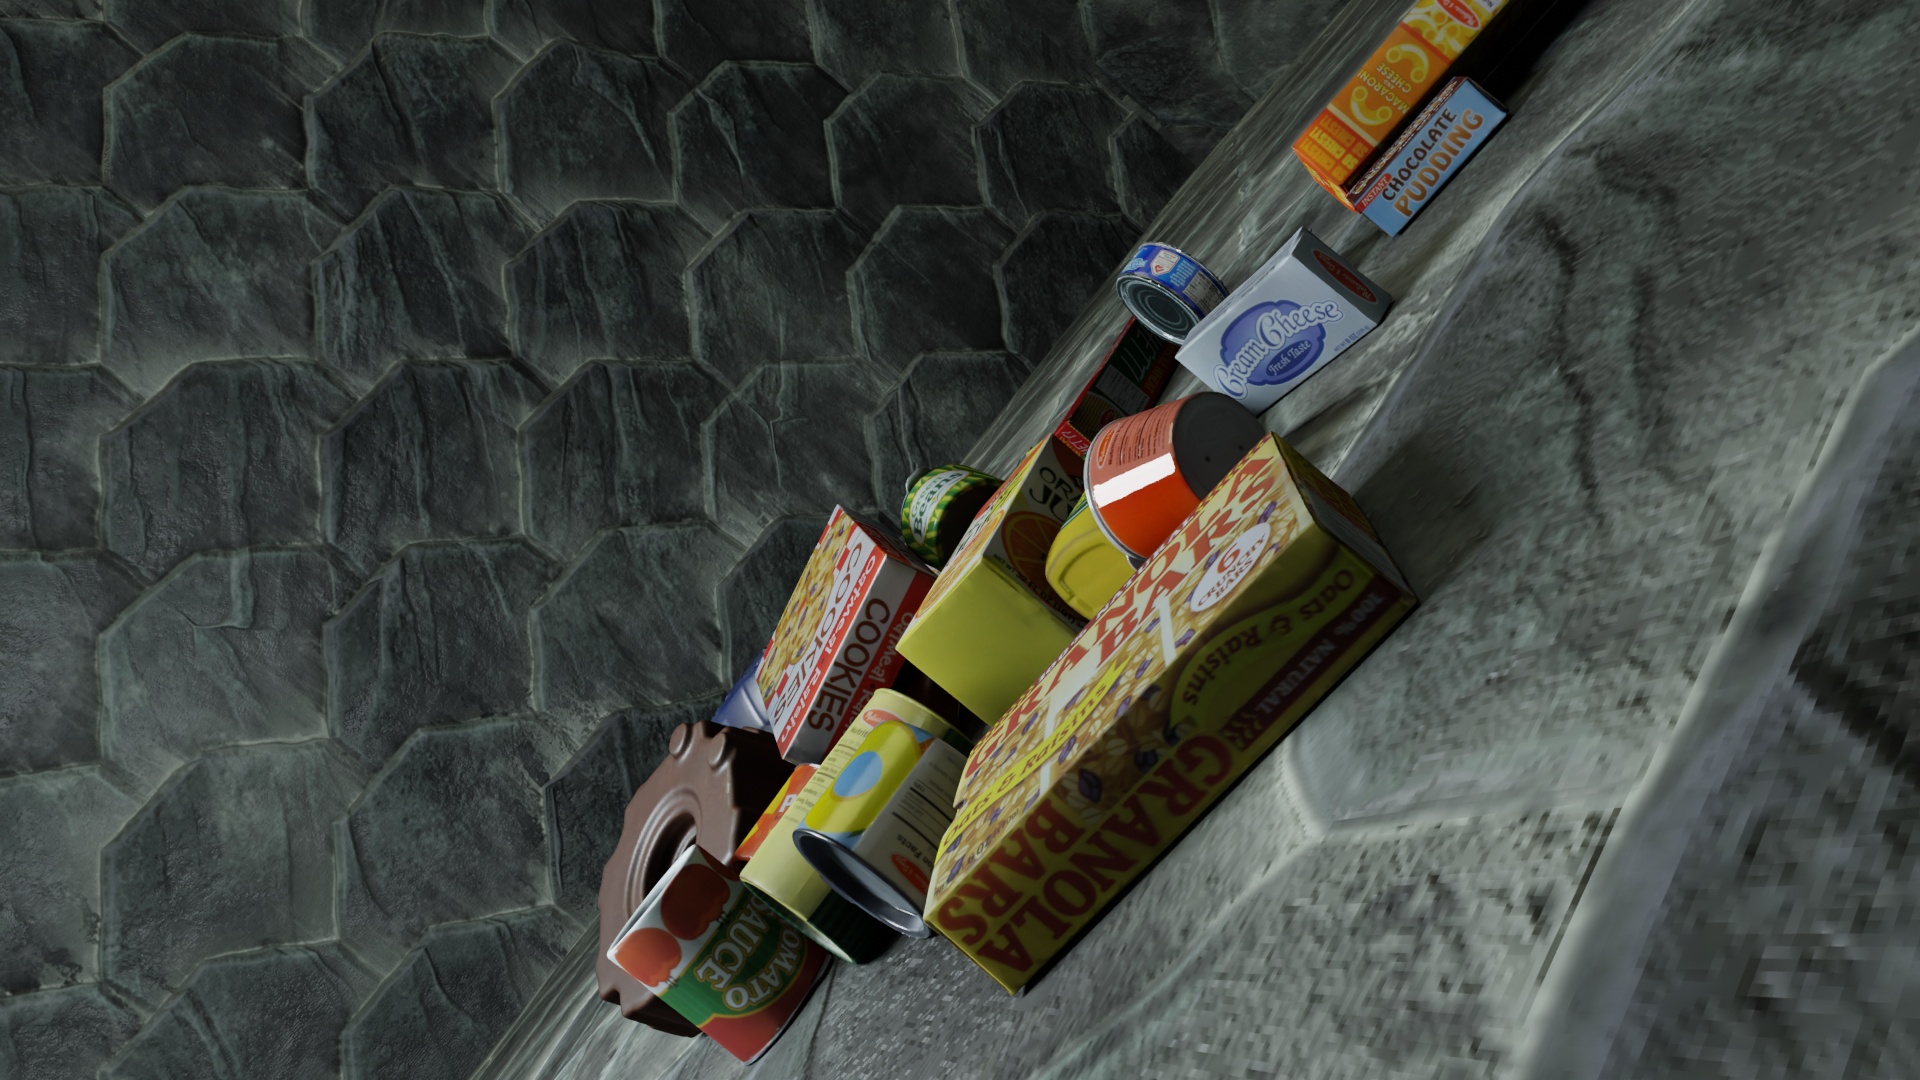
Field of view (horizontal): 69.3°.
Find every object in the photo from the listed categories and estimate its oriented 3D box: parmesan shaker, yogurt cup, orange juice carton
[{"bbox_3d":[-0.043,0.126,0.617,0.103,0.071,0.071,-53,5,-21],"label":"parmesan shaker"},{"bbox_3d":[0.094,-0.028,0.582,0.073,0.072,0.053,-53,13,-33],"label":"yogurt cup"},{"bbox_3d":[0.041,0.009,0.726,0.072,0.072,0.194,-47,6,30],"label":"orange juice carton"}]

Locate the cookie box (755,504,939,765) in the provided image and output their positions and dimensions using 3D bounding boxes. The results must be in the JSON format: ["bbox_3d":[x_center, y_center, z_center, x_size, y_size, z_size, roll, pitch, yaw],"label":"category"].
[{"bbox_3d":[-0.068,0.054,0.804,0.123,0.040,0.167,-64,17,3],"label":"cookie box"}]

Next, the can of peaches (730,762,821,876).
[{"bbox_3d":[-0.070,0.151,0.680,0.058,0.071,0.071,-54,6,-30],"label":"can of peaches"}]

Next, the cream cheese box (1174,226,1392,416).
[{"bbox_3d":[0.152,-0.102,0.666,0.024,0.053,0.103,-55,6,-30],"label":"cream cheese box"}]

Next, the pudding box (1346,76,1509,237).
[{"bbox_3d":[0.244,-0.202,0.730,0.083,0.030,0.050,-48,3,21],"label":"pudding box"}]

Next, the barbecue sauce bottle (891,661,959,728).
[{"bbox_3d":[-0.025,0.105,0.767,0.065,0.043,0.149,-61,4,6],"label":"barbecue sauce bottle"}]

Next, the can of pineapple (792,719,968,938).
[{"bbox_3d":[-0.024,0.113,0.550,0.058,0.071,0.070,-51,4,-26],"label":"can of pineapple"}]

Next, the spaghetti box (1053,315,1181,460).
[{"bbox_3d":[0.132,-0.126,1.076,0.028,0.050,0.251,-45,6,39],"label":"spaghetti box"}]

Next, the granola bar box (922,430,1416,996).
[{"bbox_3d":[0.060,0.047,0.441,0.165,0.039,0.124,-49,5,16],"label":"granola bar box"}]

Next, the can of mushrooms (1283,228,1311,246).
[{"bbox_3d":[0.184,-0.139,0.782,0.071,0.033,0.071,-50,4,5],"label":"can of mushrooms"}]

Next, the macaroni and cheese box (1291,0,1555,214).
[{"bbox_3d":[0.267,-0.267,0.788,0.166,0.040,0.124,-49,-12,17],"label":"macaroni and cheese box"}]

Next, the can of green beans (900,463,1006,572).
[{"bbox_3d":[0.005,-0.009,0.825,0.071,0.071,0.058,-51,24,-6],"label":"can of green beans"}]

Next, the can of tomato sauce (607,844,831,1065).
[{"bbox_3d":[-0.113,0.194,0.657,0.071,0.083,0.071,-50,4,5],"label":"can of tomato sauce"}]

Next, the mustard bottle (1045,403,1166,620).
[{"bbox_3d":[0.091,-0.026,0.672,0.065,0.049,0.161,-43,8,40],"label":"mustard bottle"}]
